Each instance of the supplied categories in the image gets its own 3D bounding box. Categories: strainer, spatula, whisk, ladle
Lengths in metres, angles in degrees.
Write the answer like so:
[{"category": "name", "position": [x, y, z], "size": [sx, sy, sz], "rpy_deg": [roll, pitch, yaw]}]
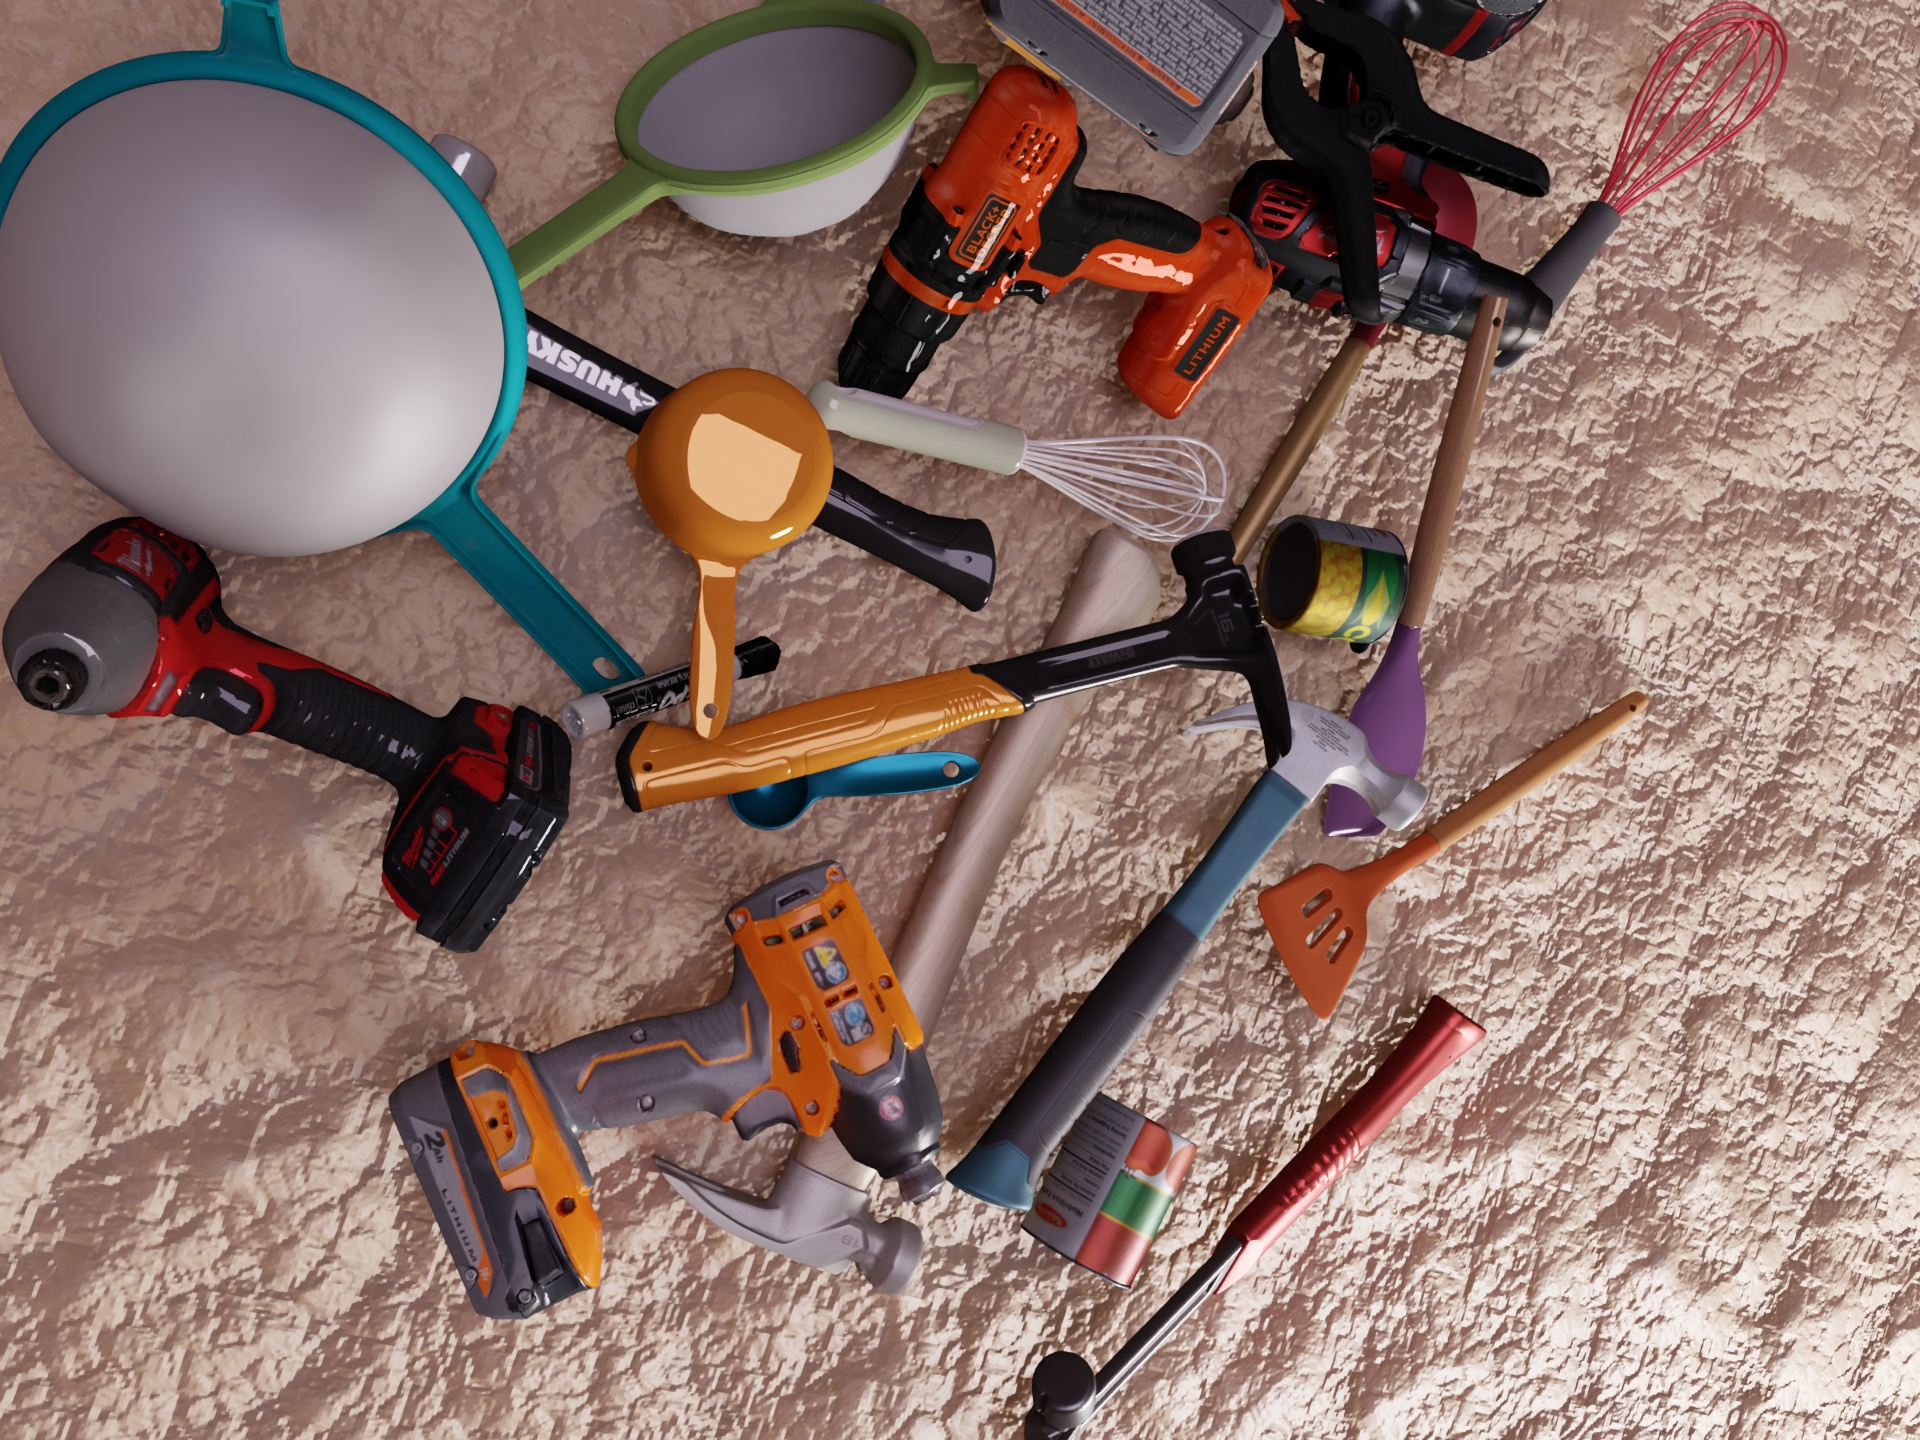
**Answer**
[{"category": "strainer", "position": [-0.119, -0.239, 0.734], "size": [0.256, 0.152, 0.069], "rpy_deg": [-41, 145, -18]}, {"category": "spatula", "position": [0.261, -0.079, 0.896], "size": [0.059, 0.018, 0.315], "rpy_deg": [2, 110, -22]}, {"category": "whisk", "position": [0.035, -0.137, 0.817], "size": [0.246, 0.058, 0.059], "rpy_deg": [9, 113, -27]}, {"category": "whisk", "position": [0.403, -0.323, 0.970], "size": [0.073, 0.073, 0.296], "rpy_deg": [41, 84, -18]}, {"category": "ladle", "position": [0.214, -0.195, 0.914], "size": [0.069, 0.031, 0.315], "rpy_deg": [34, 81, -13]}, {"category": "strainer", "position": [-0.248, -0.100, 0.657], "size": [0.211, 0.095, 0.340], "rpy_deg": [-31, 122, 14]}, {"category": "spatula", "position": [0.304, 0.061, 0.950], "size": [0.322, 0.041, 0.081], "rpy_deg": [-30, 94, -19]}]

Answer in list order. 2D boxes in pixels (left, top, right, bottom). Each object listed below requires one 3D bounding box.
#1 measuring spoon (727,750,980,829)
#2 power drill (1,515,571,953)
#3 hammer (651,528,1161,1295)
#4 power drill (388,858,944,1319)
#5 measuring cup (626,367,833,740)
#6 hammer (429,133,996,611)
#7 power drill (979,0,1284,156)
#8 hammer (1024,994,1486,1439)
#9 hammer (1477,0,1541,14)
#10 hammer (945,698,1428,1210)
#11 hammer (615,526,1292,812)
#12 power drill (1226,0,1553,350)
[{"category": "measuring spoon", "position": [-0.054, 0.032, 0.806], "size": [0.128, 0.021, 0.042], "rpy_deg": [-5, 76, -11]}, {"category": "power drill", "position": [-0.277, 0.001, 0.659], "size": [0.219, 0.143, 0.078], "rpy_deg": [32, 101, -21]}, {"category": "hammer", "position": [-0.008, 0.082, 0.829], "size": [0.146, 0.038, 0.411], "rpy_deg": [29, 81, -19]}, {"category": "power drill", "position": [-0.123, 0.183, 0.731], "size": [0.226, 0.084, 0.164], "rpy_deg": [-25, 80, -13]}, {"category": "measuring cup", "position": [-0.105, -0.077, 0.735], "size": [0.095, 0.052, 0.173], "rpy_deg": [5, 87, -23]}, {"category": "hammer", "position": [-0.127, -0.134, 0.773], "size": [0.334, 0.035, 0.146], "rpy_deg": [25, 82, -21]}, {"category": "power drill", "position": [0.082, -0.335, 0.759], "size": [0.185, 0.226, 0.084], "rpy_deg": [29, 112, -20]}, {"category": "hammer", "position": [0.172, 0.281, 0.888], "size": [0.359, 0.037, 0.149], "rpy_deg": [-37, 145, -25]}, {"category": "hammer", "position": [0.113, -0.468, 0.785], "size": [0.408, 0.036, 0.149], "rpy_deg": [7, 84, -14]}, {"category": "hammer", "position": [0.110, 0.122, 0.847], "size": [0.128, 0.033, 0.331], "rpy_deg": [39, 73, 4]}, {"category": "hammer", "position": [-0.001, -0.003, 0.792], "size": [0.337, 0.034, 0.127], "rpy_deg": [-14, 76, -12]}, {"category": "power drill", "position": [0.260, -0.324, 0.879], "size": [0.188, 0.080, 0.227], "rpy_deg": [19, 87, -3]}]
